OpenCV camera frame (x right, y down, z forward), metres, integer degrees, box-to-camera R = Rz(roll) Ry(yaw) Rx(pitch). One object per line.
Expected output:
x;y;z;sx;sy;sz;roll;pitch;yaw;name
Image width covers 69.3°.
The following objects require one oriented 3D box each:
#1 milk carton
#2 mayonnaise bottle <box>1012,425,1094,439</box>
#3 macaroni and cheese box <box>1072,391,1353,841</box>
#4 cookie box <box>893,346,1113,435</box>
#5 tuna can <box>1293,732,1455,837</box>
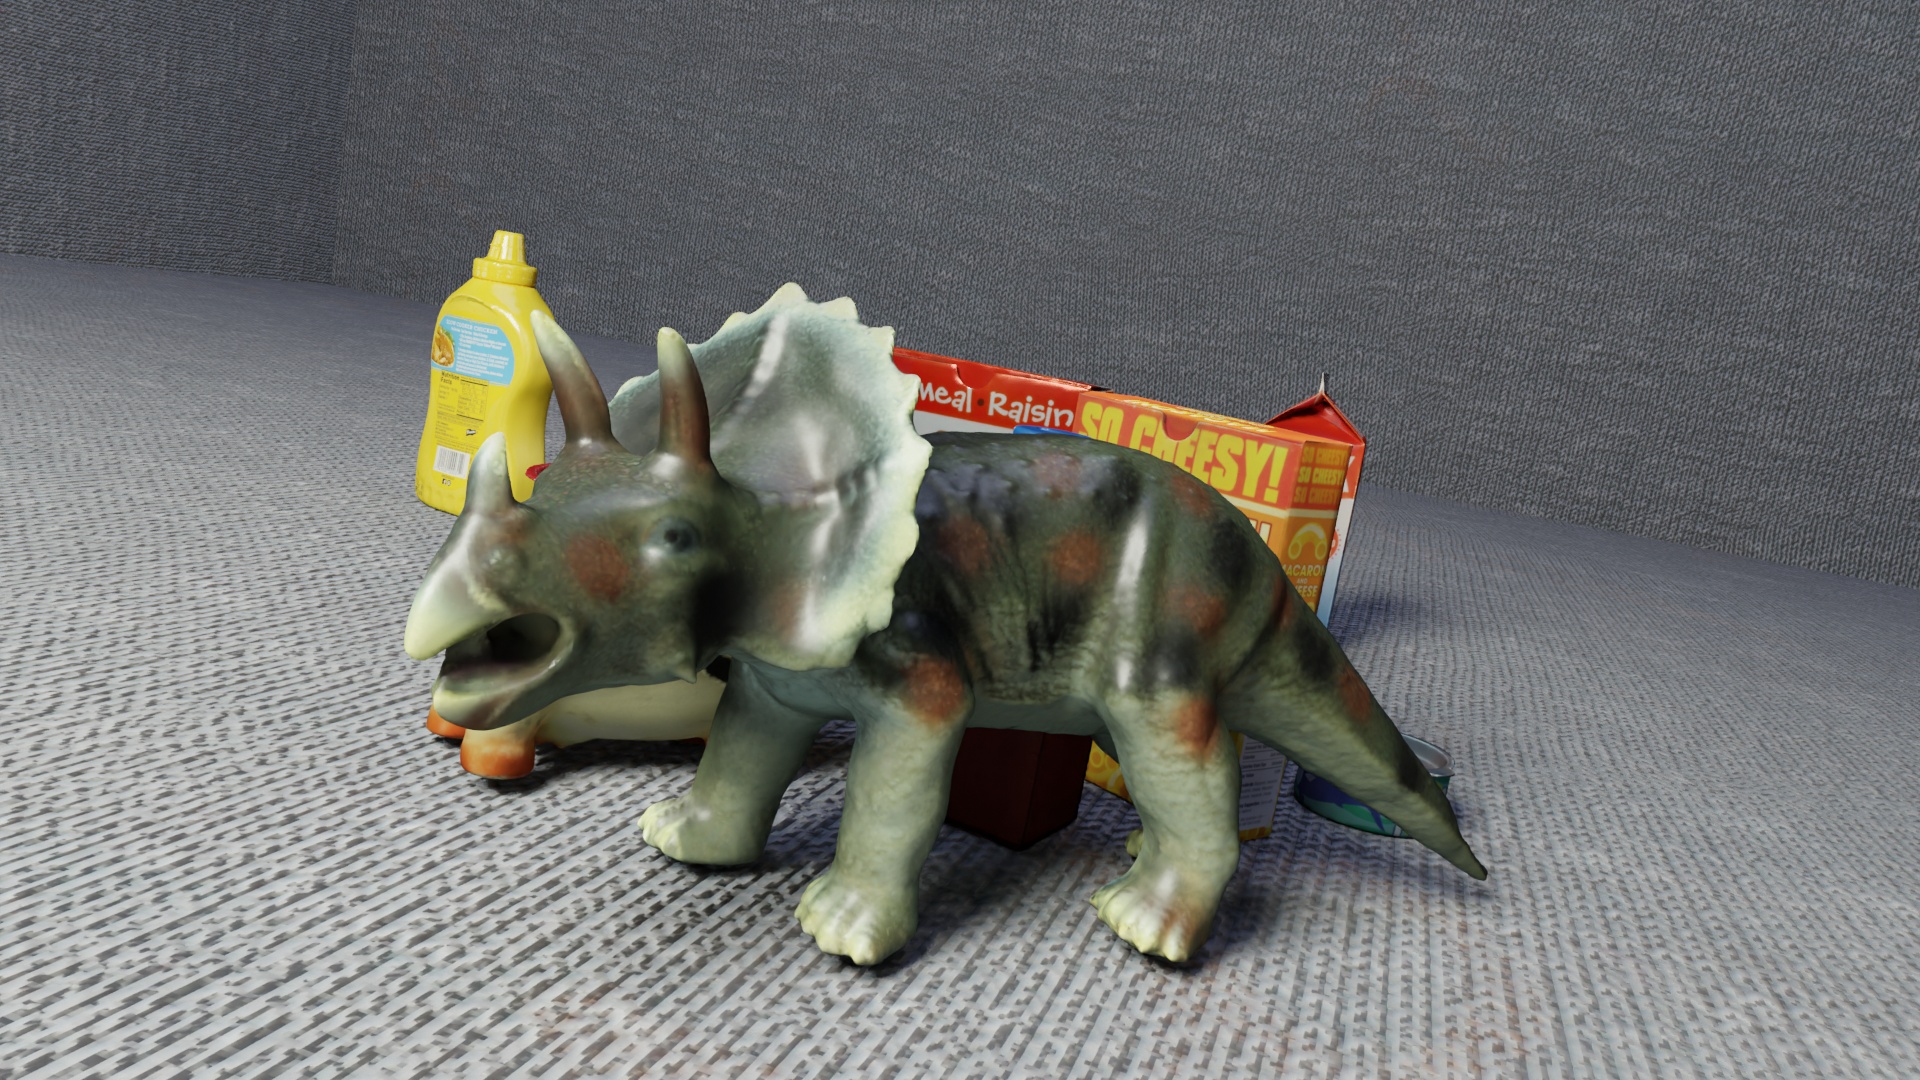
0.236;-0.023;0.967;0.073;0.190;0.072;12;9;15;milk carton
0.028;0.026;0.601;0.041;0.147;0.065;5;10;-28;mayonnaise bottle
0.090;0.028;0.595;0.040;0.166;0.124;2;12;-42;macaroni and cheese box
0.003;-0.009;0.722;0.123;0.167;0.040;13;10;22;cookie box
0.188;0.108;0.627;0.071;0.032;0.071;9;9;-1;tuna can
